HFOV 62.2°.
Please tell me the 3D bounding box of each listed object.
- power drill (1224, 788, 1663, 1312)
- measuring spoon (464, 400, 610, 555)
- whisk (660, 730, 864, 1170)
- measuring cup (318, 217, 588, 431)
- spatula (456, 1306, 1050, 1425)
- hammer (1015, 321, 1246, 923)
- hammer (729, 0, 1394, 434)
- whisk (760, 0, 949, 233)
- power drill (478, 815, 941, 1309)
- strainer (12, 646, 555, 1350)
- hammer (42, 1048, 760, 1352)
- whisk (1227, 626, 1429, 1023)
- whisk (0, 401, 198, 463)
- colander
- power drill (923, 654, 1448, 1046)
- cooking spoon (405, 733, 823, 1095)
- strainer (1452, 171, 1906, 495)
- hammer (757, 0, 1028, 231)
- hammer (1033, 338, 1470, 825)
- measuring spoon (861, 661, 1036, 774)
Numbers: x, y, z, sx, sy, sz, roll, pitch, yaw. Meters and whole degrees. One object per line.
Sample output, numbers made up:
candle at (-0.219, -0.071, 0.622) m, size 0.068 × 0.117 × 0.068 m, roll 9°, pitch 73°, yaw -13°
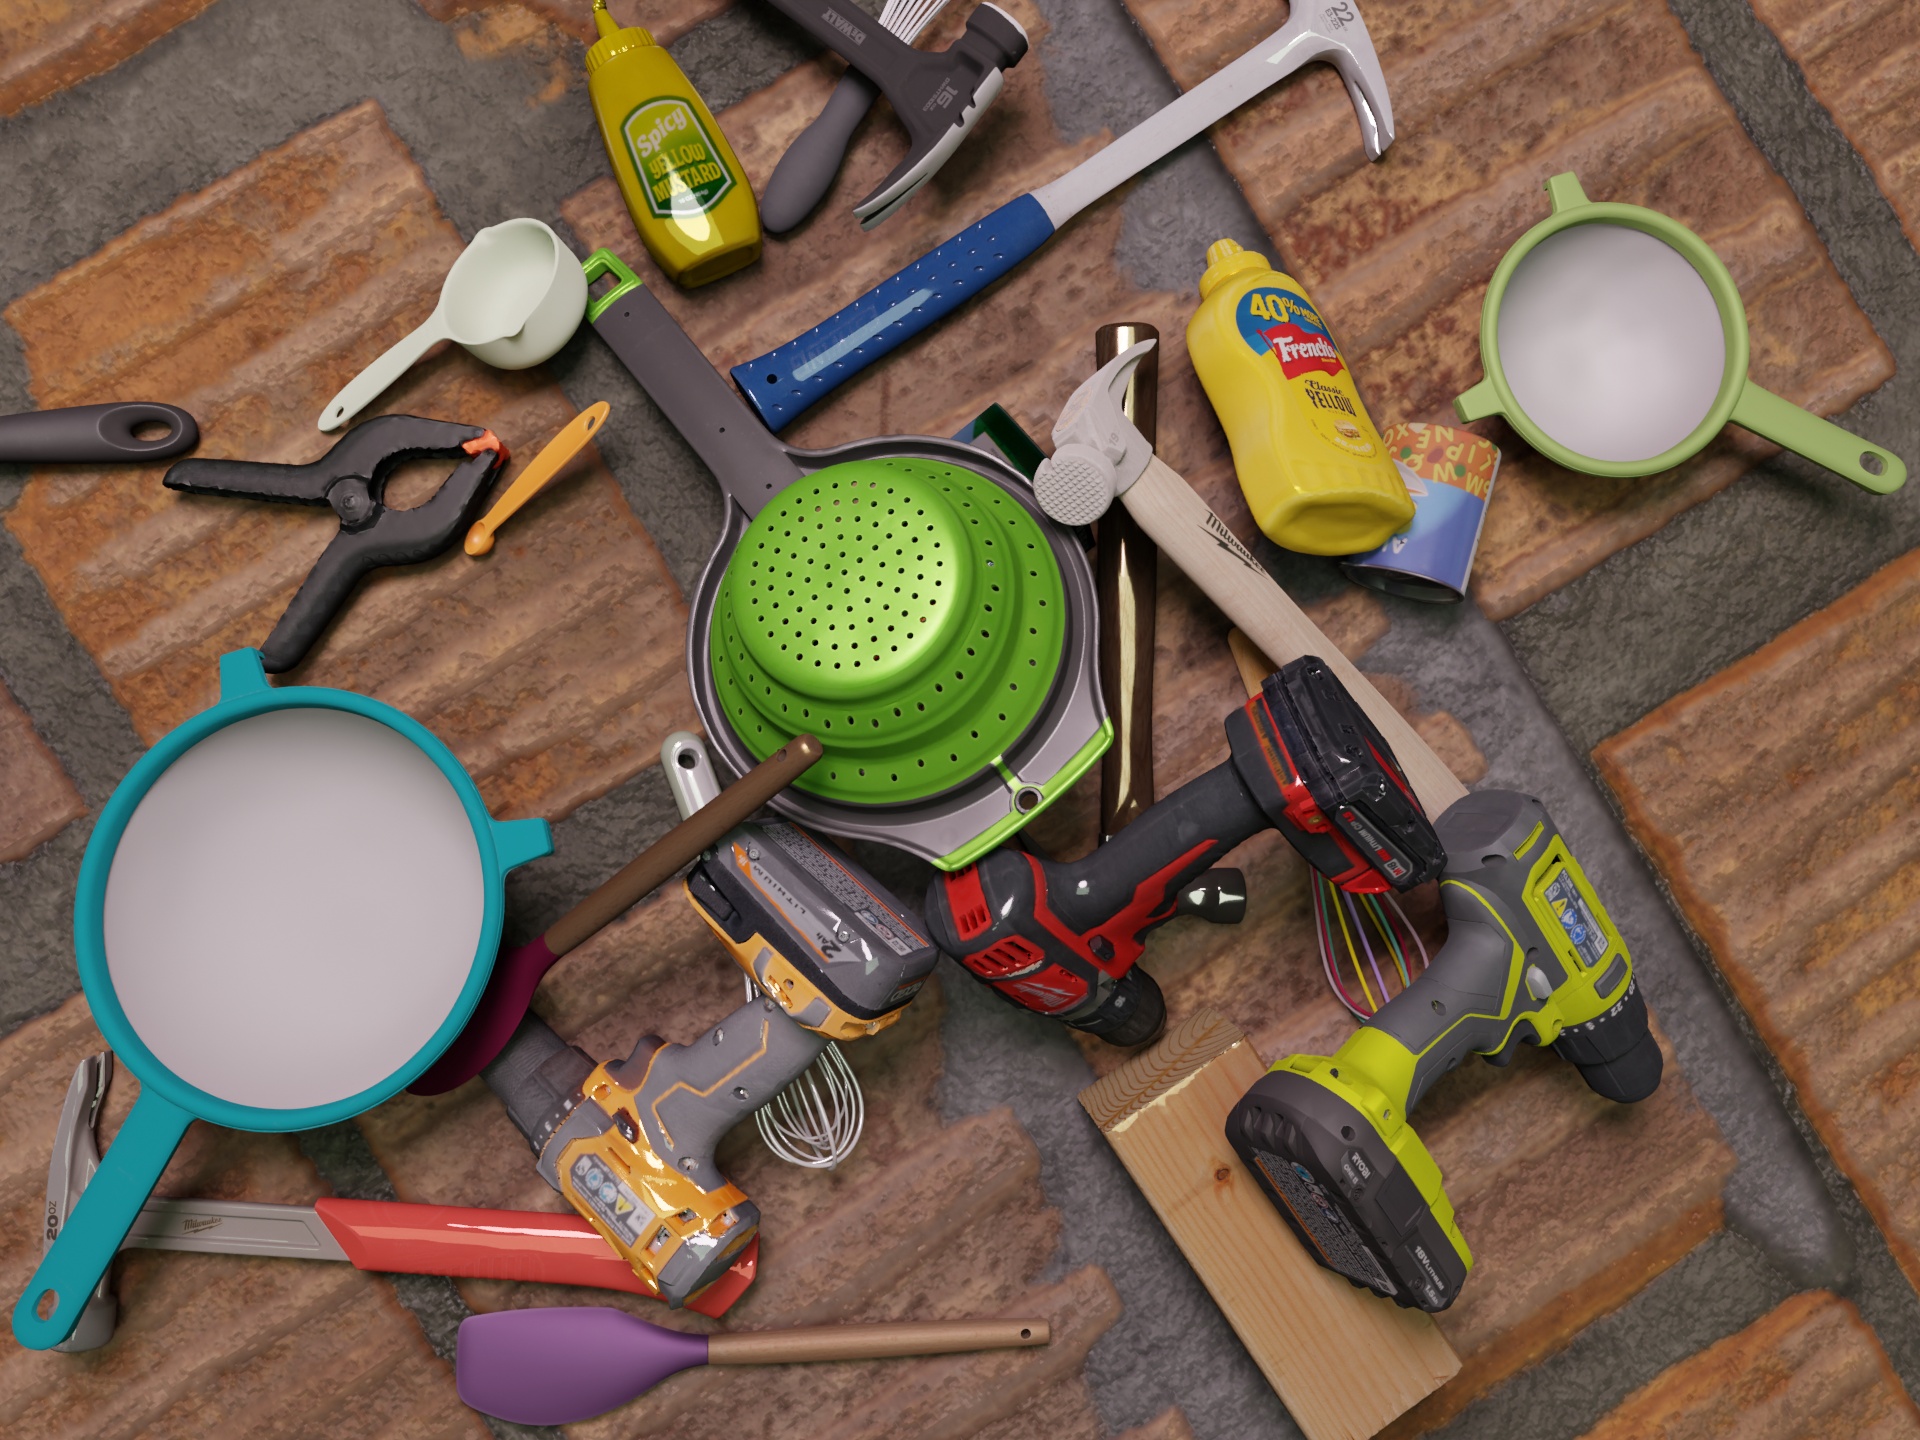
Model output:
power drill at (0.254, 0.173, 0.790) m, size 0.228 × 0.080 × 0.190 m, roll -43°, pitch 110°, yaw -22°
measuring spoon at (-0.220, -0.126, 0.834) m, size 0.117 × 0.011 × 0.021 m, roll -40°, pitch 51°, yaw 19°
whisk at (-0.110, 0.121, 0.845) m, size 0.058 × 0.059 × 0.246 m, roll -19°, pitch 86°, yaw -21°
measuring cup at (-0.267, -0.196, 0.841) m, size 0.167 × 0.038 × 0.083 m, roll -33°, pitch 58°, yaw 13°
spatula at (-0.109, 0.338, 0.853) m, size 0.316 × 0.018 × 0.060 m, roll -2°, pitch 80°, yaw -5°
hammer at (0.089, -0.052, 0.875) m, size 0.130 × 0.031 × 0.331 m, roll 0°, pitch 88°, yaw -6°
hammer at (0.057, -0.280, 0.874) m, size 0.405 × 0.035 × 0.144 m, roll -35°, pitch 92°, yaw -5°
whisk at (-0.027, -0.386, 0.863) m, size 0.070 × 0.070 × 0.284 m, roll 33°, pitch 91°, yaw -4°
power drill at (-0.139, 0.151, 0.794) m, size 0.185 × 0.084 × 0.226 m, roll 40°, pitch 104°, yaw 16°
strainer at (-0.349, 0.149, 0.792) m, size 0.211 × 0.095 × 0.340 m, roll 29°, pitch 86°, yaw 8°
hammer at (-0.285, 0.261, 0.829) m, size 0.359 × 0.037 × 0.149 m, roll 5°, pitch 88°, yaw -5°
whisk at (0.201, 0.061, 0.882) m, size 0.047 × 0.051 × 0.245 m, roll -19°, pitch 86°, yaw -26°
whisk at (-0.545, -0.138, 0.806) m, size 0.295 × 0.073 × 0.073 m, roll -6°, pitch 89°, yaw -12°
colander at (-0.091, -0.112, 0.765) m, size 0.204 × 0.094 × 0.397 m, roll -39°, pitch 71°, yaw -1°
power drill at (0.117, 0.084, 0.786) m, size 0.226 × 0.187 × 0.080 m, roll -31°, pitch 48°, yaw 17°
cooking spoon at (-0.180, 0.095, 0.768) m, size 0.319 × 0.017 × 0.069 m, roll -36°, pitch 51°, yaw 25°
strainer at (0.398, -0.182, 0.888) m, size 0.256 × 0.069 × 0.151 m, roll 24°, pitch 84°, yaw -5°
hammer at (-0.130, -0.405, 0.835) m, size 0.337 × 0.034 × 0.127 m, roll 40°, pitch 95°, yaw 6°
hammer at (0.201, -0.024, 0.847) m, size 0.410 × 0.146 × 0.038 m, roll 44°, pitch 130°, yaw -16°
measuring spoon at (-0.001, -0.003, 0.861) m, size 0.124 × 0.018 × 0.034 m, roll -24°, pitch 79°, yaw 7°
